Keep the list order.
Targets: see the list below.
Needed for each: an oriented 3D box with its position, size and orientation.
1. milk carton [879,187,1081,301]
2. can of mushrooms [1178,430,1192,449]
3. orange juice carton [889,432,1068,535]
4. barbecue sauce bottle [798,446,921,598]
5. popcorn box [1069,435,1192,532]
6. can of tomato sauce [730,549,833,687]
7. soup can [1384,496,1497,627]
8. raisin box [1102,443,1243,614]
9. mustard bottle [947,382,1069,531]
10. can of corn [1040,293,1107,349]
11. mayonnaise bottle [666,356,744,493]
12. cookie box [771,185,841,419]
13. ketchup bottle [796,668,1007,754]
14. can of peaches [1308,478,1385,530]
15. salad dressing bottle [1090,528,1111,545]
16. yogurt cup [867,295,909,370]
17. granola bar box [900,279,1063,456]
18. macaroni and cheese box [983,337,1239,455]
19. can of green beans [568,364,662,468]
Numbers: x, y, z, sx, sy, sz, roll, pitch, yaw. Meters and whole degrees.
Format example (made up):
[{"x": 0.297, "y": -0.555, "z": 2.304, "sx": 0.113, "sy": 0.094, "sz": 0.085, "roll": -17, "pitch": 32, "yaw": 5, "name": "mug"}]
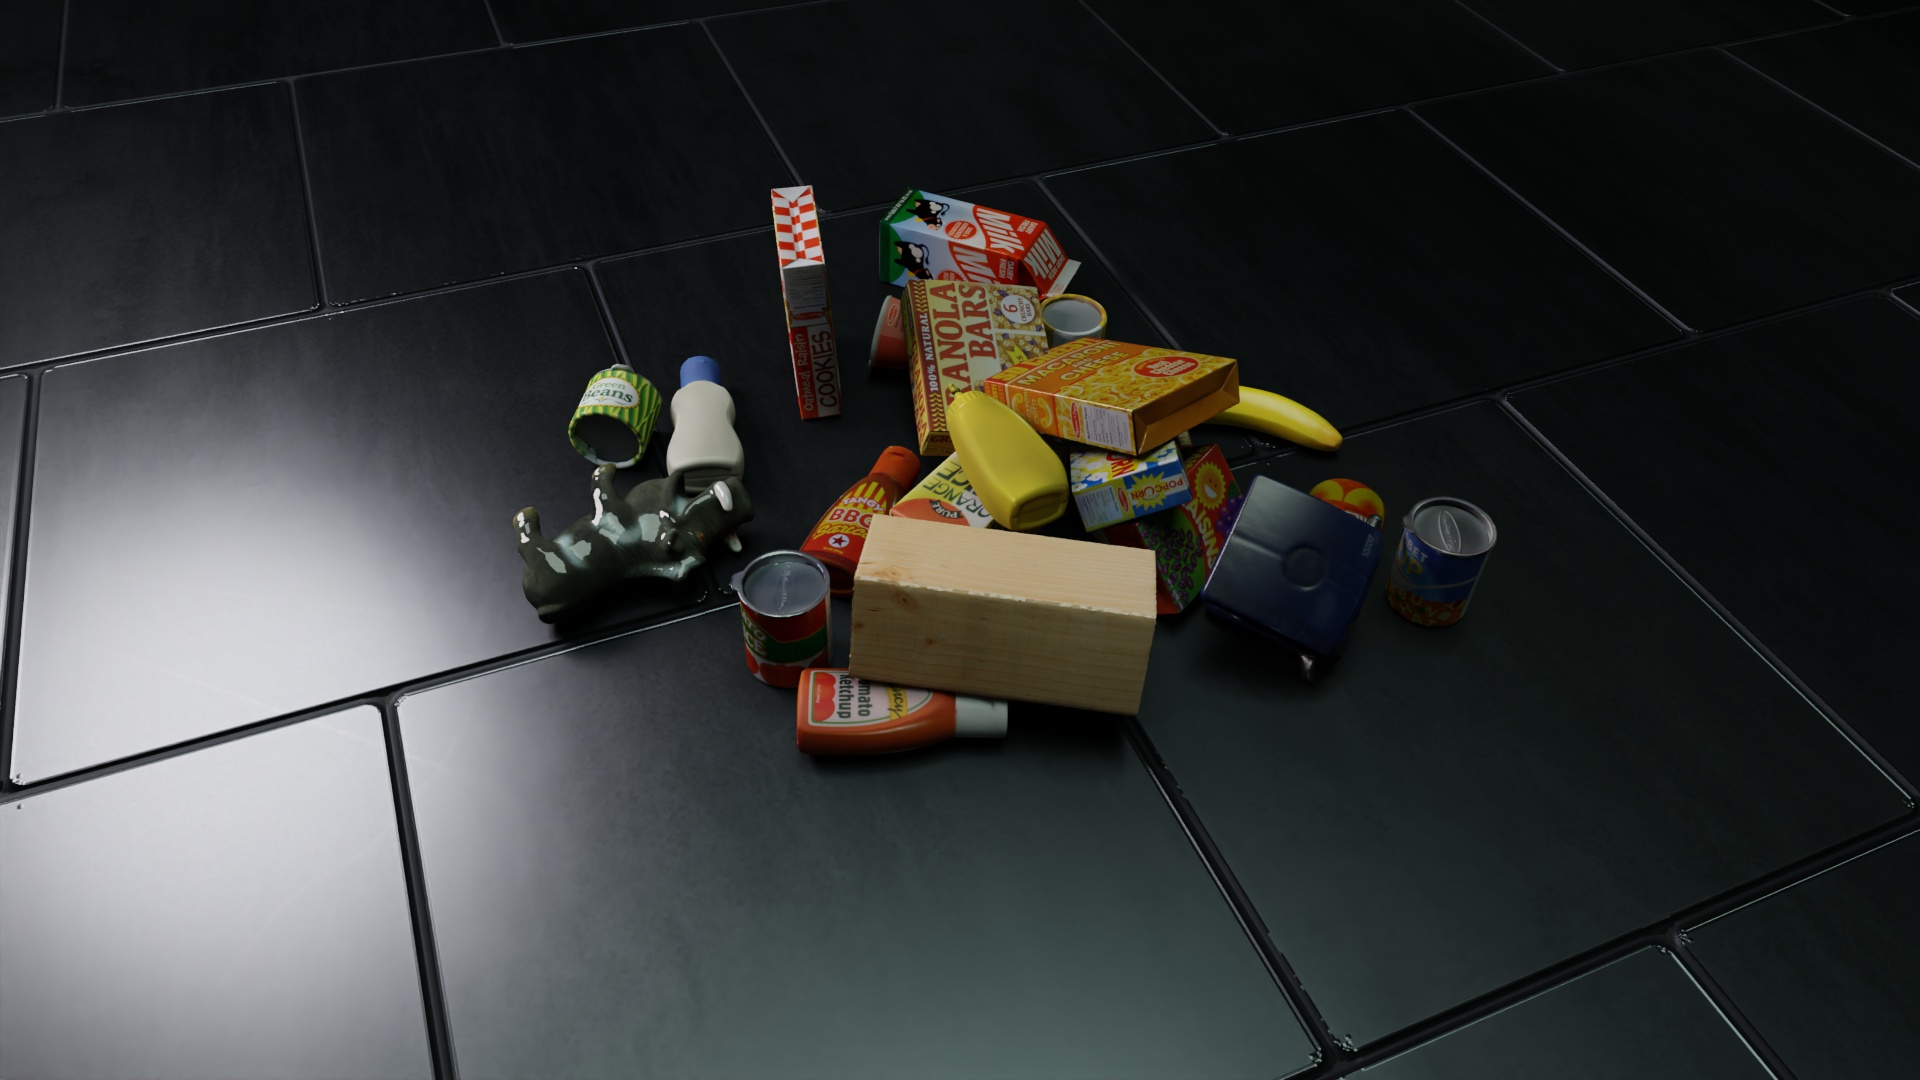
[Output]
[{"x": 0.019, "y": -0.282, "z": 1.380, "sx": 0.191, "sy": 0.073, "sz": 0.073, "roll": 17, "pitch": 47, "yaw": 14, "name": "milk carton"}, {"x": 0.171, "y": -0.076, "z": 1.184, "sx": 0.033, "sy": 0.070, "sz": 0.071, "roll": -9, "pitch": 46, "yaw": -14, "name": "can of mushrooms"}, {"x": 0.004, "y": -0.014, "z": 1.113, "sx": 0.073, "sy": 0.071, "sz": 0.194, "roll": 27, "pitch": 50, "yaw": 24, "name": "orange juice carton"}, {"x": -0.076, "y": -0.018, "z": 1.134, "sx": 0.065, "sy": 0.043, "sz": 0.149, "roll": 13, "pitch": 46, "yaw": 16, "name": "barbecue sauce bottle"}, {"x": 0.131, "y": -0.059, "z": 1.092, "sx": 0.085, "sy": 0.038, "sz": 0.127, "roll": -17, "pitch": 24, "yaw": 11, "name": "popcorn box"}, {"x": -0.130, "y": 0.059, "z": 1.026, "sx": 0.071, "sy": 0.082, "sz": 0.071, "roll": 1, "pitch": 45, "yaw": -1, "name": "can of tomato sauce"}, {"x": 0.373, "y": 0.017, "z": 1.091, "sx": 0.071, "sy": 0.083, "sz": 0.072, "roll": 1, "pitch": 45, "yaw": -1, "name": "soup can"}, {"x": 0.177, "y": -0.010, "z": 1.107, "sx": 0.040, "sy": 0.086, "sz": 0.124, "roll": -8, "pitch": 28, "yaw": 50, "name": "raisin box"}, {"x": 0.027, "y": -0.074, "z": 1.089, "sx": 0.065, "sy": 0.048, "sz": 0.161, "roll": -16, "pitch": 47, "yaw": -18, "name": "mustard bottle"}, {"x": 0.101, "y": -0.191, "z": 1.304, "sx": 0.071, "sy": 0.058, "sz": 0.071, "roll": 2, "pitch": 45, "yaw": -2, "name": "can of corn"}, {"x": -0.225, "y": -0.103, "z": 1.214, "sx": 0.065, "sy": 0.041, "sz": 0.149, "roll": -4, "pitch": 44, "yaw": -9, "name": "mayonnaise bottle"}, {"x": -0.136, "y": -0.210, "z": 1.236, "sx": 0.040, "sy": 0.166, "sz": 0.123, "roll": -8, "pitch": 46, "yaw": -6, "name": "cookie box"}, {"x": -0.041, "y": 0.123, "z": 0.995, "sx": 0.149, "sy": 0.043, "sz": 0.065, "roll": 1, "pitch": 44, "yaw": -3, "name": "ketchup bottle"}, {"x": 0.308, "y": -0.009, "z": 1.124, "sx": 0.071, "sy": 0.070, "sz": 0.058, "roll": 18, "pitch": 46, "yaw": 15, "name": "can of peaches"}, {"x": 0.128, "y": -0.053, "z": 1.179, "sx": 0.064, "sy": 0.043, "sz": 0.148, "roll": -9, "pitch": 45, "yaw": -2, "name": "salad dressing bottle"}, {"x": -0.051, "y": -0.189, "z": 1.292, "sx": 0.054, "sy": 0.072, "sz": 0.073, "roll": 15, "pitch": 46, "yaw": 1, "name": "yogurt cup"}, {"x": 0.018, "y": -0.154, "z": 1.231, "sx": 0.124, "sy": 0.039, "sz": 0.166, "roll": 0, "pitch": 61, "yaw": -16, "name": "granola bar box"}, {"x": 0.119, "y": -0.121, "z": 1.113, "sx": 0.124, "sy": 0.040, "sz": 0.166, "roll": -27, "pitch": 30, "yaw": -34, "name": "macaroni and cheese box"}, {"x": -0.296, "y": -0.104, "z": 1.193, "sx": 0.071, "sy": 0.071, "sz": 0.058, "roll": 6, "pitch": 45, "yaw": 3, "name": "can of green beans"}]
